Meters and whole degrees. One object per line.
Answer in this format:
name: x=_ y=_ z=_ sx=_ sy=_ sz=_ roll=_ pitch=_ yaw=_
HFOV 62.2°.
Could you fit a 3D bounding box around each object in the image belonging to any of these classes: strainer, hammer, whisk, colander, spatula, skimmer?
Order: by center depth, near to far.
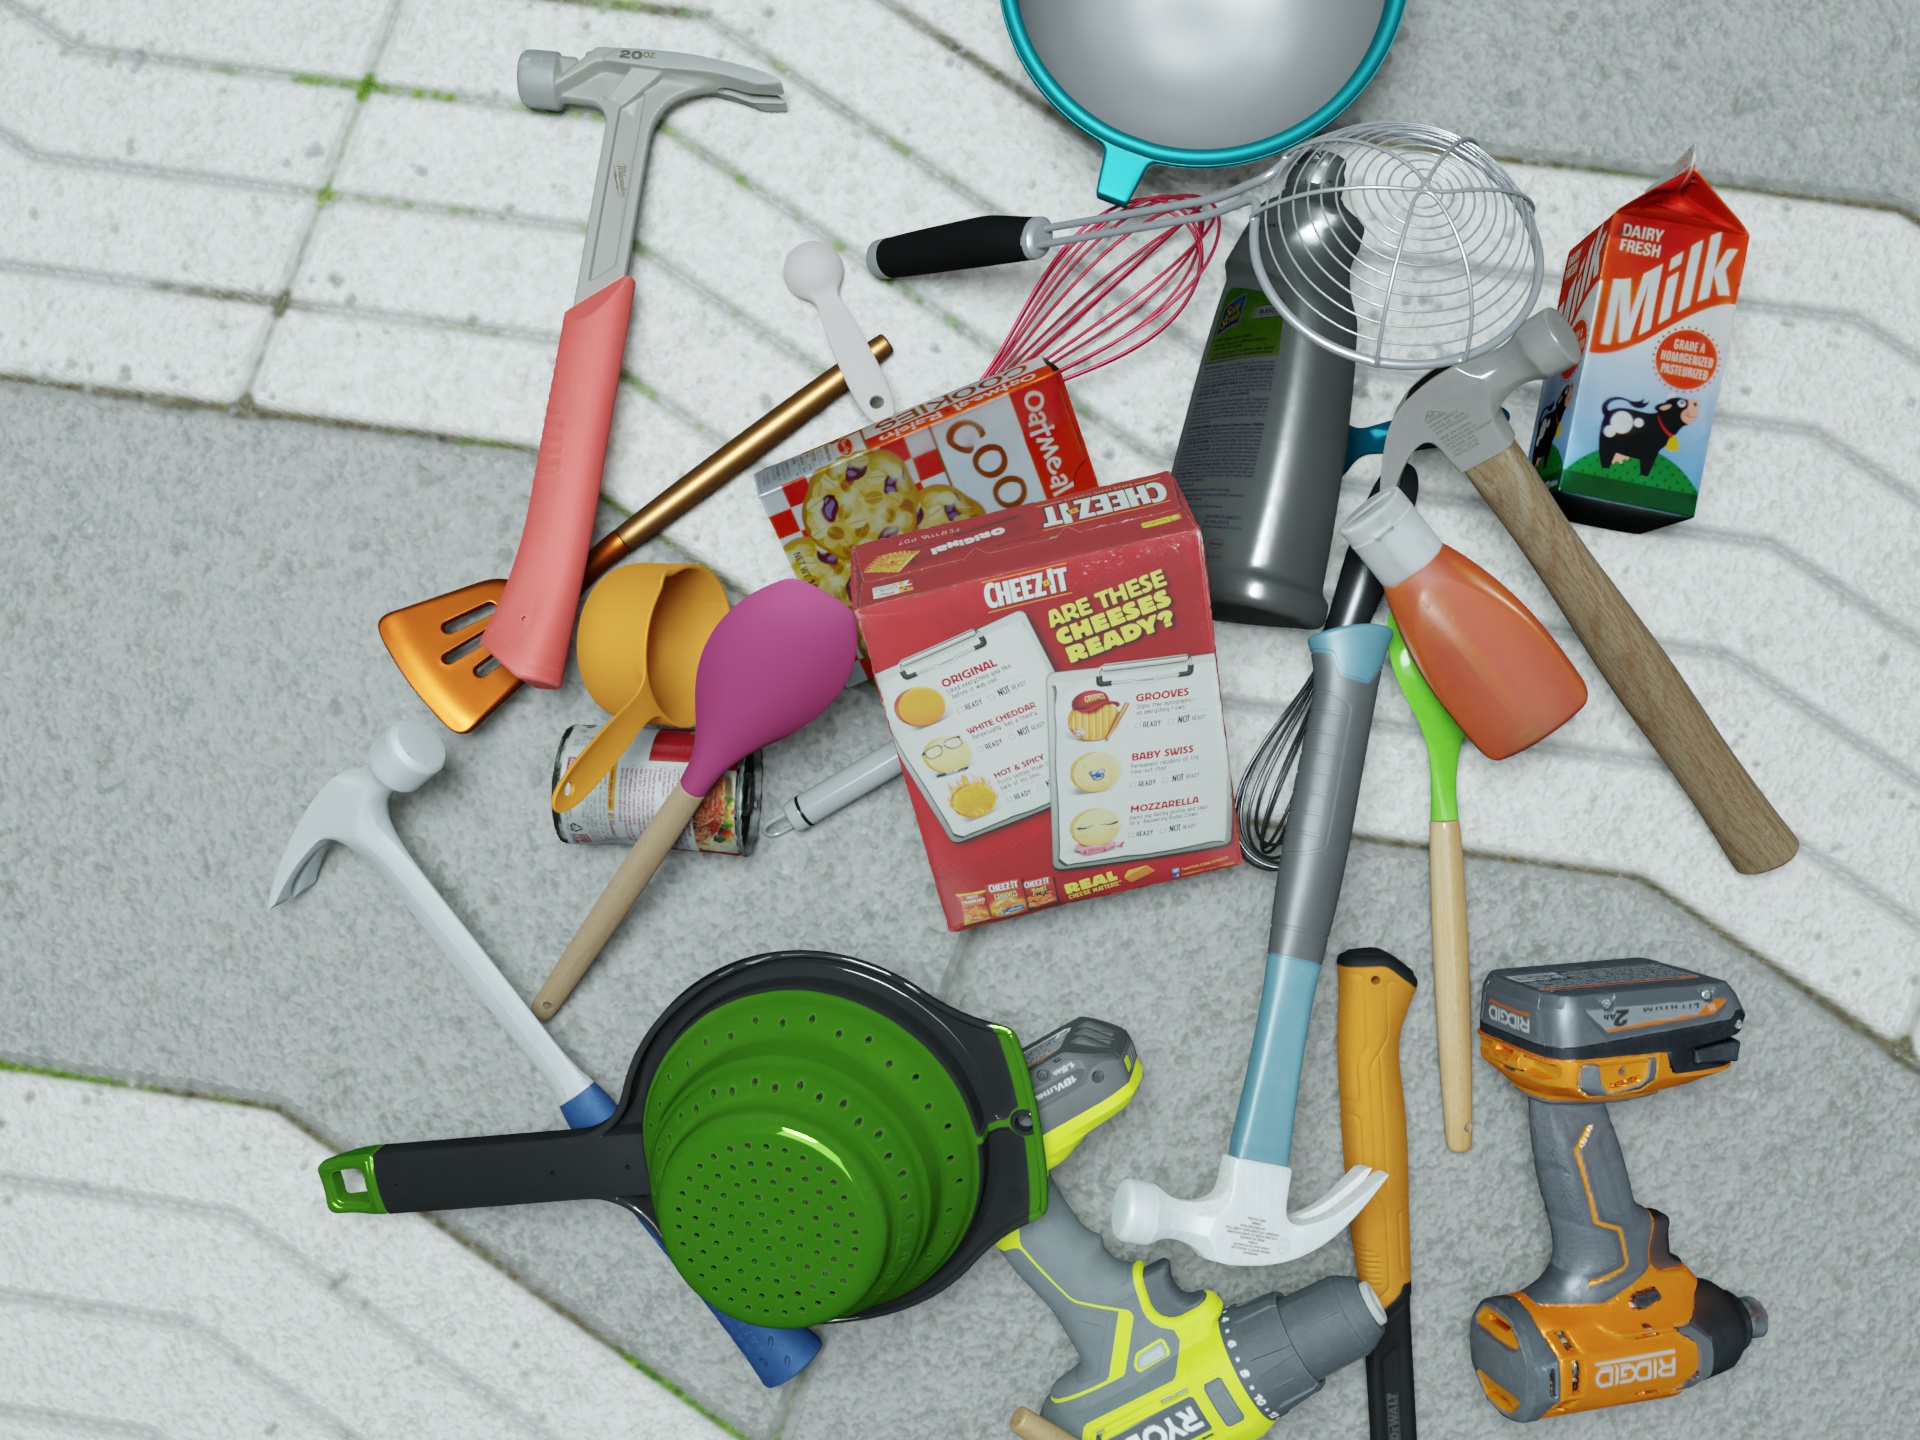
skimmer: x=0.098 y=-0.223 z=0.784 sx=0.090 sy=0.363 sz=0.127 roll=44 pitch=66 yaw=-39
colander: x=-0.160 y=0.234 z=0.790 sx=0.397 sy=0.094 sz=0.204 roll=-8 pitch=101 yaw=12
hammer: x=0.171 y=0.107 z=0.805 sx=0.128 sy=0.033 sz=0.331 roll=14 pitch=80 yaw=-9
hammer: x=0.336 y=-0.048 z=0.831 sx=0.130 sy=0.031 sz=0.331 roll=-28 pitch=106 yaw=39
strainer: x=0.183 y=-0.413 z=0.850 sx=0.340 sy=0.095 sz=0.211 roll=-23 pitch=90 yaw=0
hammer: x=-0.193 y=-0.194 z=0.866 sx=0.149 sy=0.036 sz=0.359 roll=7 pitch=81 yaw=2
hammer: x=0.221 y=0.294 z=0.867 sx=0.127 sy=0.034 sz=0.337 roll=-2 pitch=89 yaw=1
whisk: x=0.205 y=-0.030 z=0.867 sx=0.055 sy=0.055 sz=0.239 roll=20 pitch=86 yaw=2
hammer: x=-0.220 y=0.197 z=0.868 sx=0.144 sy=0.035 sz=0.405 roll=-36 pitch=93 yaw=25
whisk: x=0.023 y=-0.184 z=0.870 sx=0.296 sy=0.073 sz=0.073 roll=-40 pitch=88 yaw=7
strainer: x=-0.001 y=-0.003 z=0.871 sx=0.258 sy=0.086 sz=0.050 roll=-30 pitch=56 yaw=9
spatula: x=-0.170 y=-0.116 z=0.883 sx=0.322 sy=0.041 sz=0.081 roll=-37 pitch=86 yaw=0

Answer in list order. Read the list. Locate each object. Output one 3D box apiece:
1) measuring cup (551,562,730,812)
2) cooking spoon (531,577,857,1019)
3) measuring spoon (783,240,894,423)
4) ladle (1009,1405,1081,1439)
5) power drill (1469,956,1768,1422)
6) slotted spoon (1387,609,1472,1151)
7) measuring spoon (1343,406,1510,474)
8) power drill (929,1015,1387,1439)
measuring cup: x=-0.181 y=-0.015 z=0.822 sx=0.052 sy=0.174 sz=0.095 roll=6 pitch=132 yaw=23
cooking spoon: x=-0.150 y=0.053 z=0.822 sx=0.068 sy=0.017 sz=0.318 roll=29 pitch=119 yaw=-16
measuring spoon: x=-0.065 y=-0.216 z=0.878 sx=0.034 sy=0.018 sz=0.124 roll=-25 pitch=74 yaw=-2
ladle: x=0.146 y=0.449 z=0.816 sx=0.320 sy=0.078 sz=0.062 roll=38 pitch=48 yaw=-14
power drill: x=0.352 y=0.245 z=0.837 sx=0.164 sy=0.084 sz=0.226 roll=-2 pitch=93 yaw=-15
slotted spoon: x=0.267 y=0.080 z=0.869 sx=0.070 sy=0.031 sz=0.314 roll=-4 pitch=93 yaw=-30
measuring spoon: x=0.241 y=-0.159 z=0.878 sx=0.128 sy=0.021 sz=0.042 roll=-10 pitch=89 yaw=3
power drill: x=0.092 y=0.278 z=0.838 sx=0.190 sy=0.080 sz=0.228 roll=-32 pitch=88 yaw=12
